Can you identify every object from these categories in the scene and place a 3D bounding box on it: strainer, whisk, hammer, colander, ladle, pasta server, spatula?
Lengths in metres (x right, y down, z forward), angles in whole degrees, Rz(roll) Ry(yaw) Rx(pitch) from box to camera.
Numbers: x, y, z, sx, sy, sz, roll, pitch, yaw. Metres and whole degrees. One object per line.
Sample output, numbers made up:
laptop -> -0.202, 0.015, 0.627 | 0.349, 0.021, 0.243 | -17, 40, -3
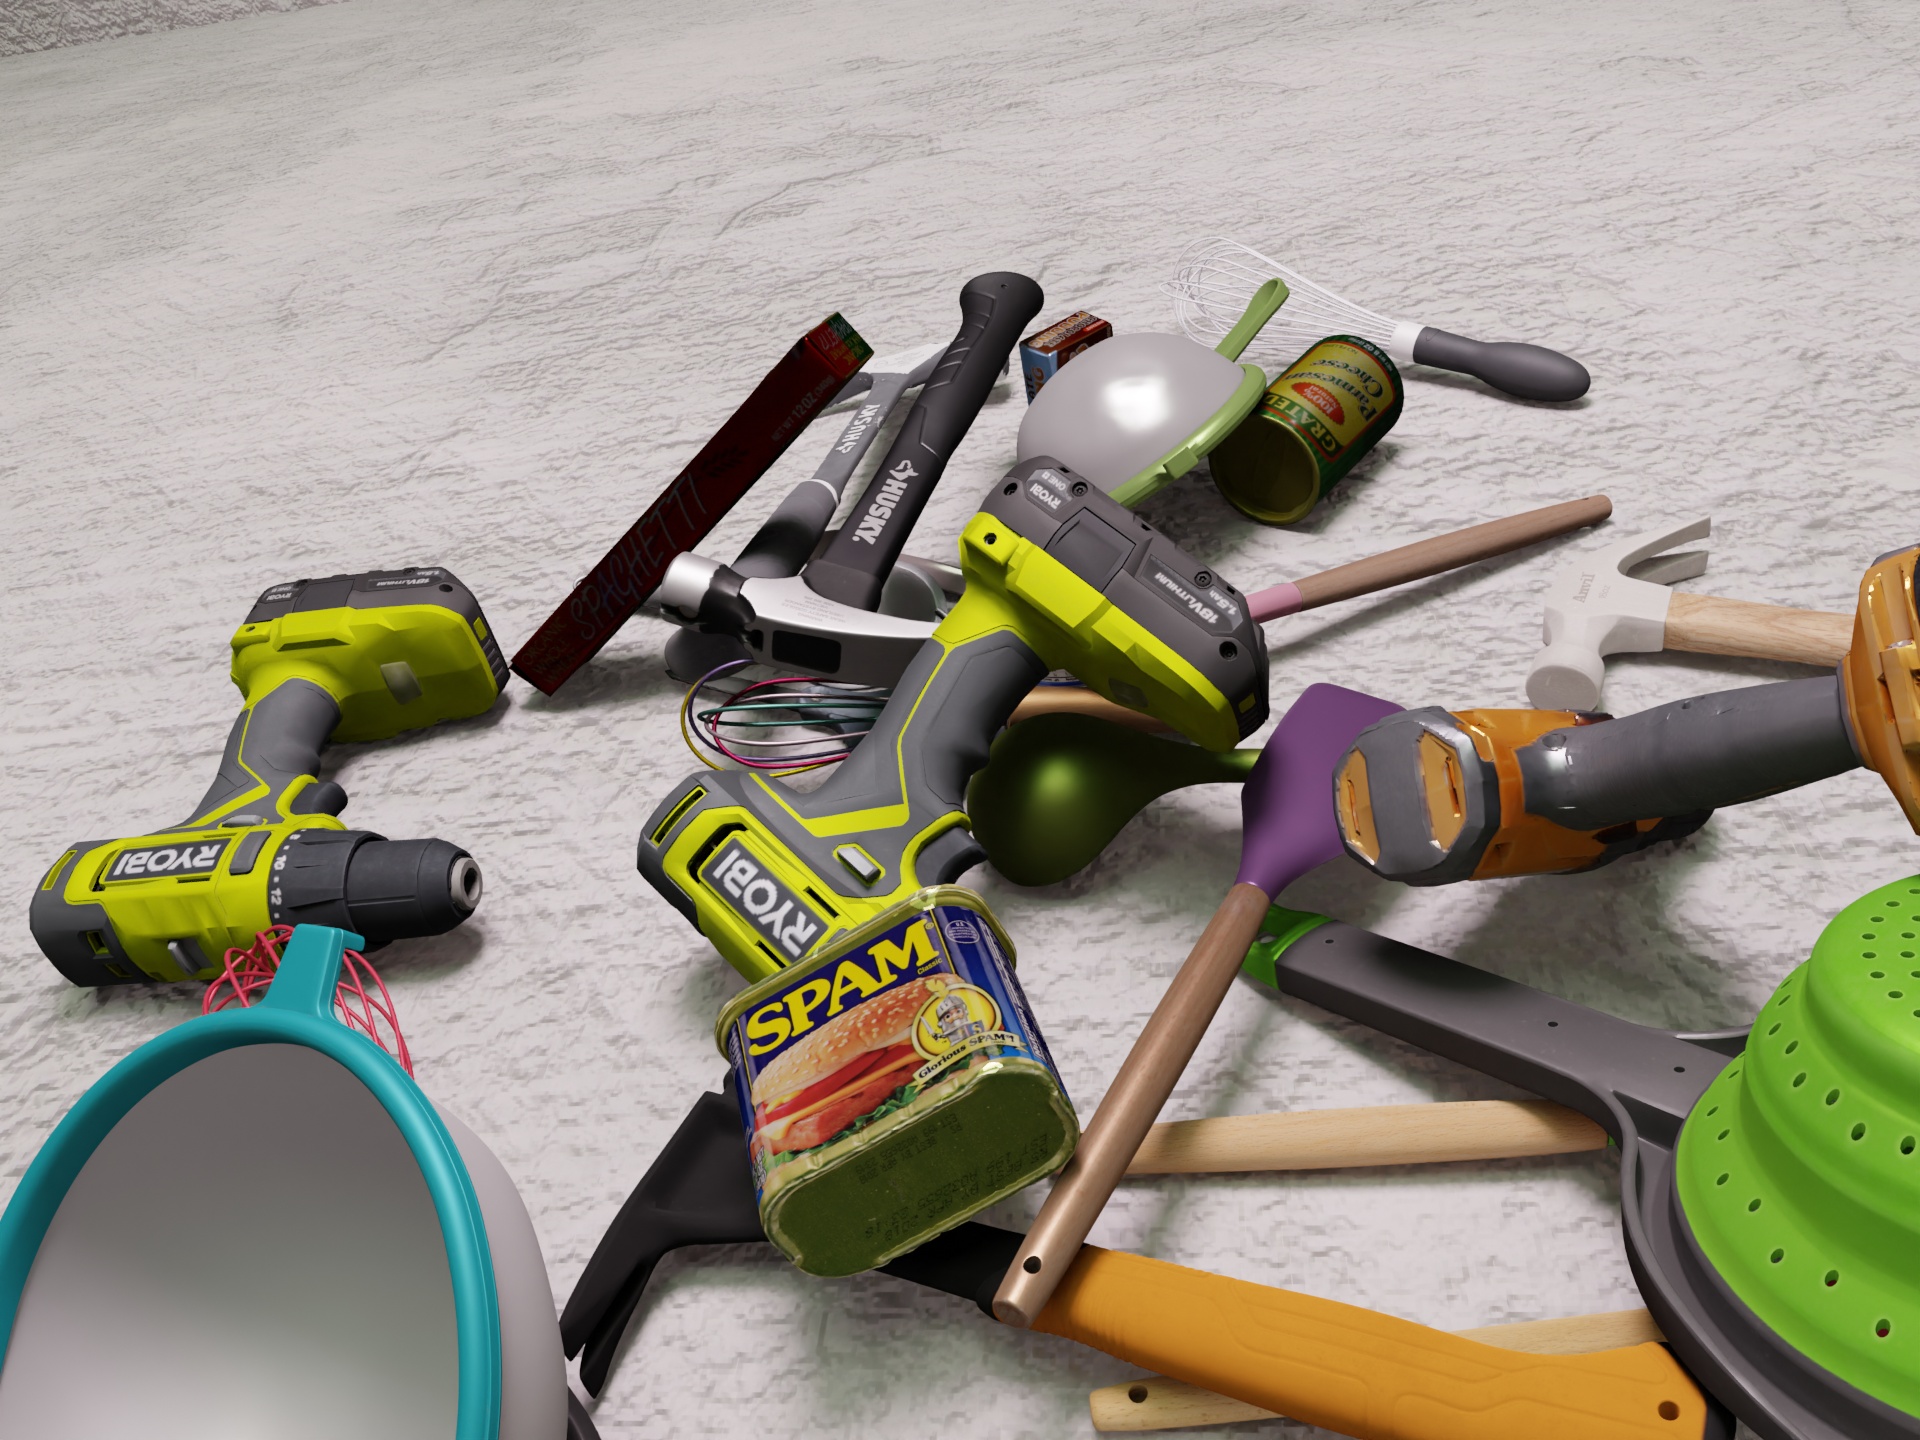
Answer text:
strainer -> 0.110, -0.197, 0.877 | 0.151, 0.069, 0.256 | -19, 26, 50
strainer -> -0.110, -0.064, 0.849 | 0.258, 0.050, 0.087 | 7, 55, 29
whisk -> -0.201, 0.165, 0.560 | 0.073, 0.073, 0.296 | -31, 47, -24
strainer -> -0.150, 0.237, 0.422 | 0.211, 0.095, 0.341 | -43, 60, 11
hammer -> 0.041, 0.177, 0.470 | 0.337, 0.034, 0.127 | 4, 37, 28
colander -> 0.222, 0.084, 0.456 | 0.204, 0.094, 0.397 | -26, 26, -31
hammer -> 0.419, -0.028, 0.664 | 0.331, 0.031, 0.130 | 10, 42, 26
whisk -> -0.001, 0.000, 0.711 | 0.245, 0.051, 0.047 | -1, 68, -7
ladle -> 0.162, 0.026, 0.664 | 0.320, 0.062, 0.078 | -2, 49, 1
pasta server -> 0.182, -0.073, 0.759 | 0.316, 0.040, 0.060 | -16, 20, -17
hammer -> -0.079, -0.131, 0.877 | 0.149, 0.036, 0.409 | -8, 28, 17
spatula -> 0.093, 0.079, 0.552 | 0.060, 0.018, 0.316 | 20, 44, 23
whisk -> 0.244, -0.238, 0.970 | 0.285, 0.070, 0.070 | 25, 50, 33
ladle -> 0.194, 0.179, 0.460 | 0.315, 0.031, 0.069 | -10, 38, 5
hammer -> -0.012, -0.134, 0.783 | 0.146, 0.035, 0.335 | 17, 44, 7

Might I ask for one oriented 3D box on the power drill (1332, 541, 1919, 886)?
power drill -> 0.263, 0.010, 0.516 | 0.185, 0.084, 0.226 | 1, -13, -38

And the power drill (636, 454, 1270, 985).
power drill -> 0.008, 0.027, 0.601 | 0.171, 0.080, 0.223 | 40, 85, 23

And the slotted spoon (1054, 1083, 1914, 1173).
slotted spoon -> 0.183, 0.132, 0.522 | 0.314, 0.031, 0.070 | -6, 31, 10

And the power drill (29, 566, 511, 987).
power drill -> -0.296, 0.026, 0.750 | 0.190, 0.080, 0.229 | -6, 40, 9

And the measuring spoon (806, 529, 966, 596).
measuring spoon -> -0.032, -0.079, 0.870 | 0.124, 0.018, 0.034 | 17, 45, 23
